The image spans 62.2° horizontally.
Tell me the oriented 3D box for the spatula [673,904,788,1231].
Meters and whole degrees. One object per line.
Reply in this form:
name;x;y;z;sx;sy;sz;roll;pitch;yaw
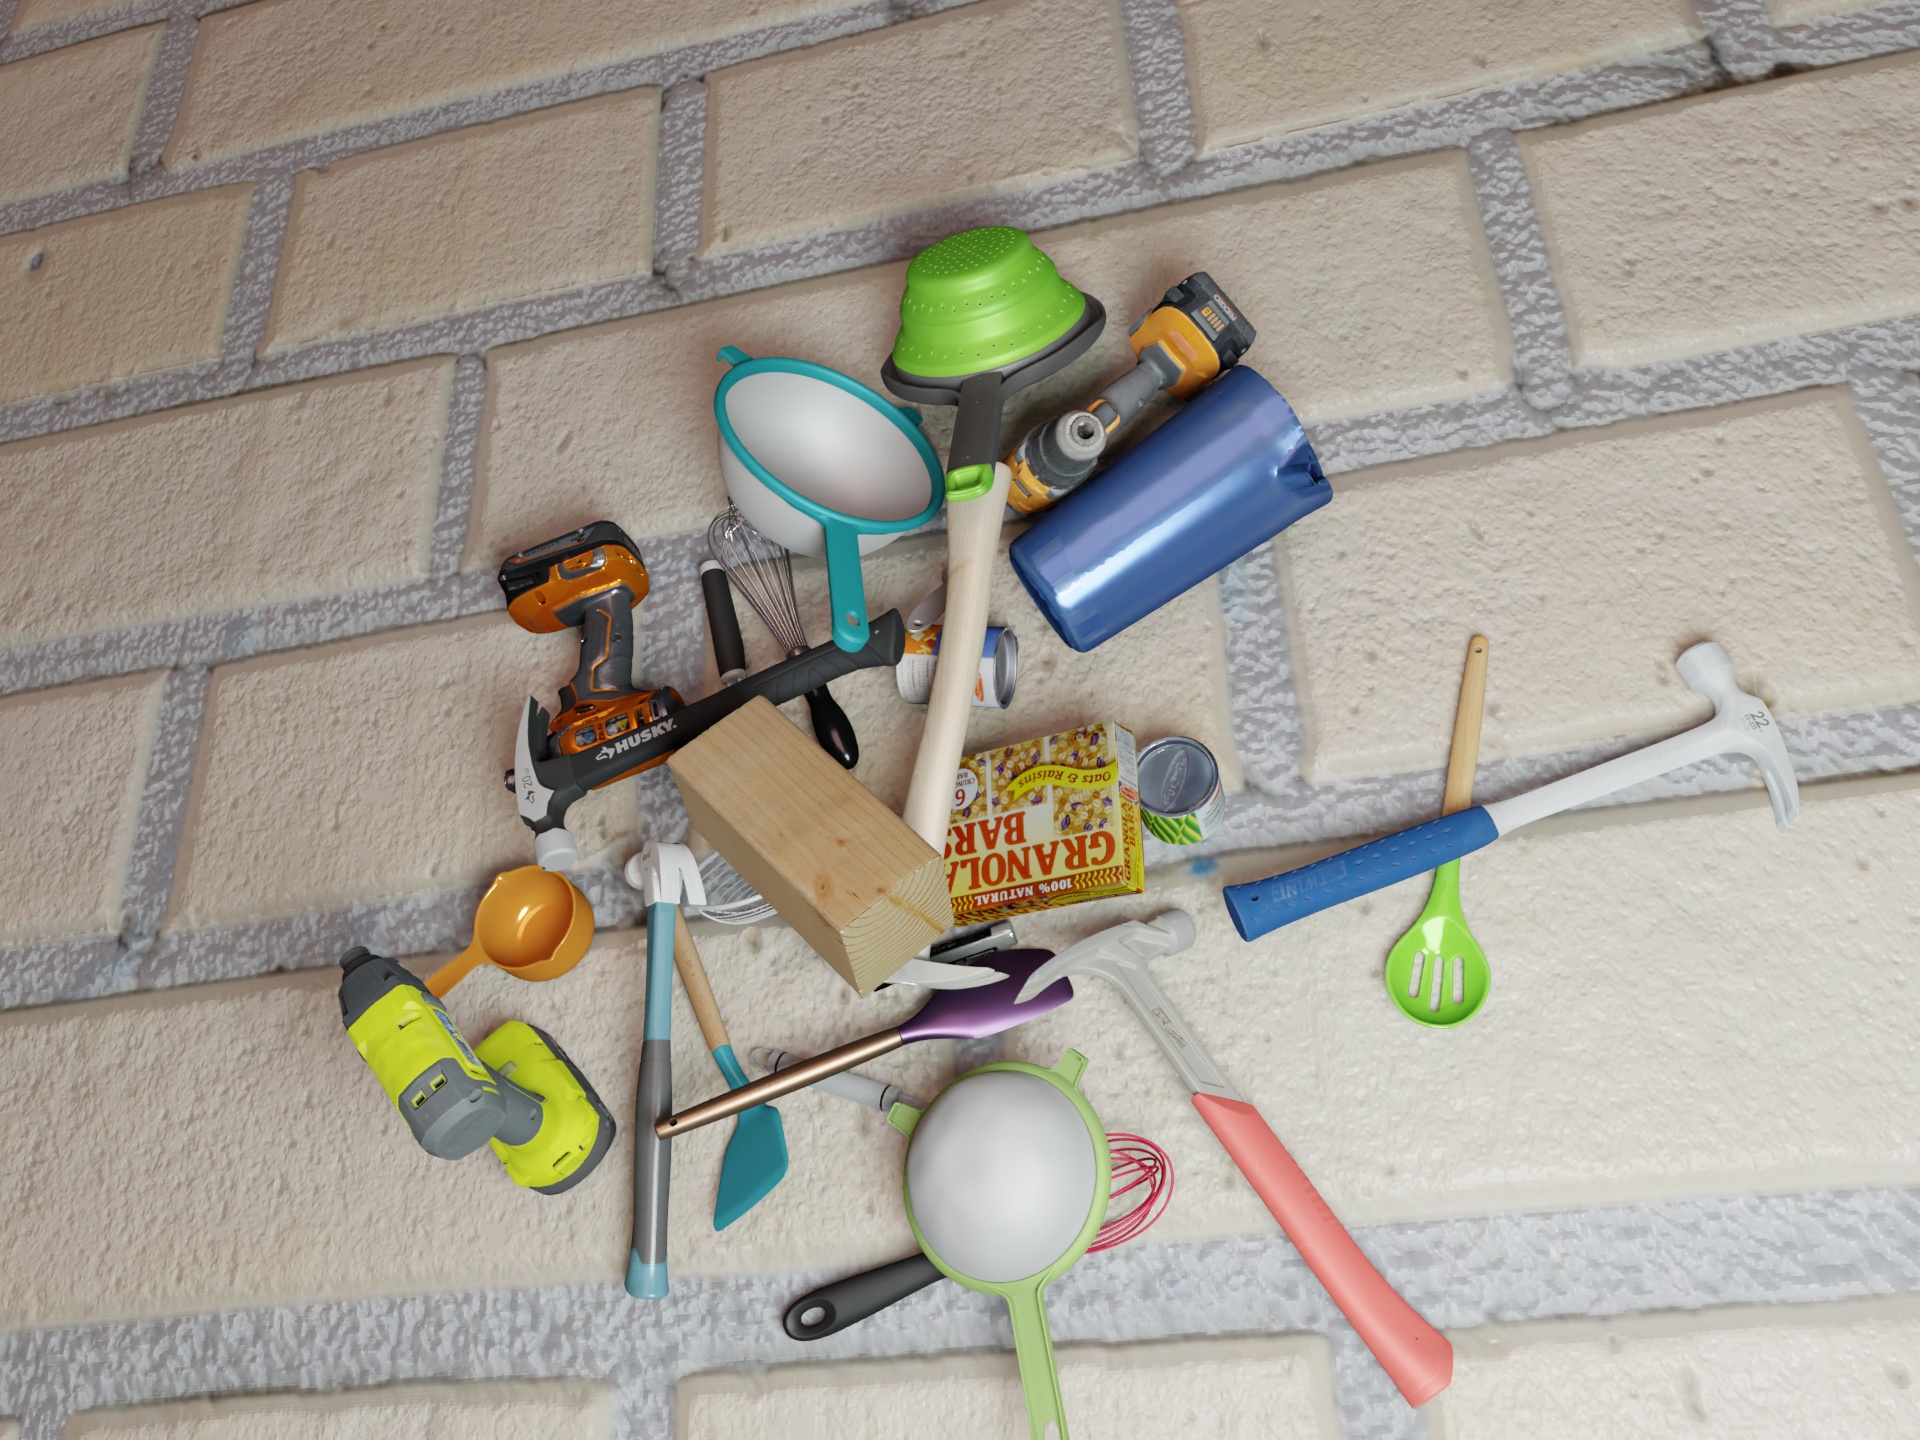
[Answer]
spatula;-0.197;0.227;1.212;0.082;0.044;0.318;-43;55;22

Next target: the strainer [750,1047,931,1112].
strainer;-0.044;0.277;1.148;0.258;0.050;0.087;11;70;24

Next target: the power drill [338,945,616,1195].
power drill;-0.350;0.251;1.138;0.080;0.223;0.171;-42;61;-8

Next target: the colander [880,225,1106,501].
colander;0.010;-0.313;1.311;0.204;0.094;0.397;-10;36;13

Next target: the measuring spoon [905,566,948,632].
measuring spoon;-0.017;-0.095;1.309;0.034;0.018;0.124;22;35;13

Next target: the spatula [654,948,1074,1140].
spatula;-0.069;0.236;1.150;0.316;0.018;0.060;-20;58;-12

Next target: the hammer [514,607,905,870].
hammer;-0.198;-0.010;1.261;0.335;0.035;0.146;-24;60;2

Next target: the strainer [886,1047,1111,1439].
strainer;0.026;0.338;1.008;0.151;0.069;0.257;-21;60;19

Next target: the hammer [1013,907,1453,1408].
hammer;0.189;0.288;1.052;0.149;0.036;0.359;-19;59;-31

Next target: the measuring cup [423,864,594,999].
measuring cup;-0.371;0.192;1.275;0.173;0.052;0.095;-39;60;-4

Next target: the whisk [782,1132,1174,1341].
whisk;0.009;0.358;1.082;0.296;0.073;0.073;-26;60;9

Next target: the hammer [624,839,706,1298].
hammer;-0.225;0.251;1.175;0.033;0.128;0.331;7;73;-25

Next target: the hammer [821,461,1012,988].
hammer;-0.002;-0.004;1.204;0.146;0.038;0.411;2;74;32

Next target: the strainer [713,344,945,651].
strainer;-0.118;-0.160;1.318;0.210;0.095;0.341;15;44;-25

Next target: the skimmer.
skimmer;-0.186;0.002;1.297;0.127;0.090;0.364;-20;60;8

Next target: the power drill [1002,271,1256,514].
power drill;0.134;-0.264;1.296;0.226;0.185;0.084;-42;94;-10

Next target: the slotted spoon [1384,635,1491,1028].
slotted spoon;0.358;0.075;1.146;0.070;0.031;0.314;7;64;19

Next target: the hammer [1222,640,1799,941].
hammer;0.382;0.072;1.109;0.405;0.035;0.144;-20;60;-3

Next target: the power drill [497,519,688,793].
power drill;-0.329;-0.044;1.369;0.164;0.084;0.227;-21;64;5

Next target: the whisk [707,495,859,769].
whisk;-0.147;-0.078;1.348;0.070;0.070;0.285;-27;65;1
